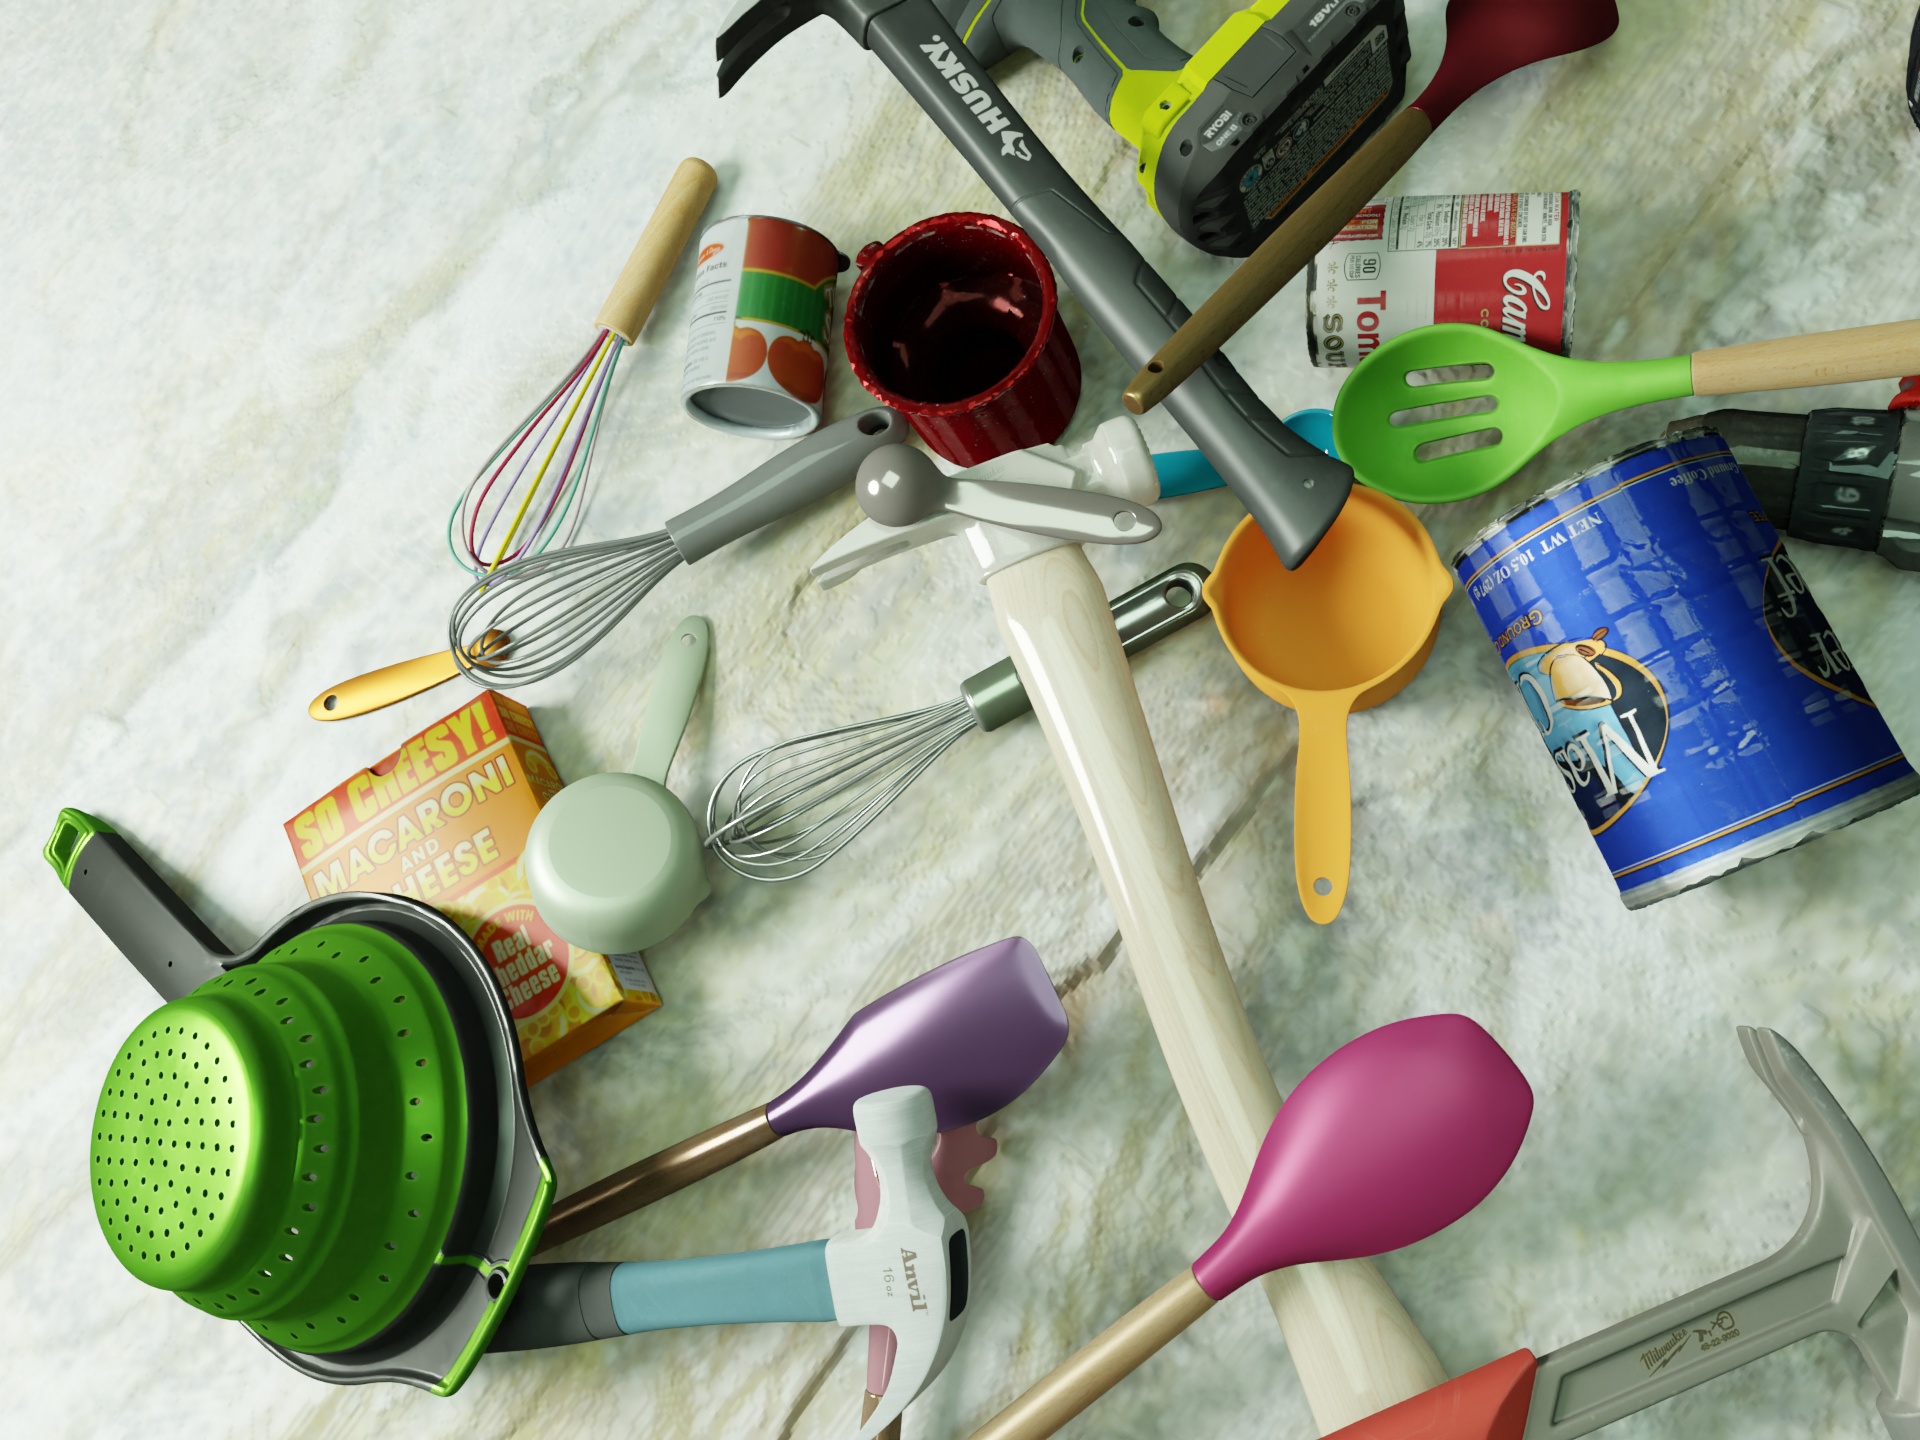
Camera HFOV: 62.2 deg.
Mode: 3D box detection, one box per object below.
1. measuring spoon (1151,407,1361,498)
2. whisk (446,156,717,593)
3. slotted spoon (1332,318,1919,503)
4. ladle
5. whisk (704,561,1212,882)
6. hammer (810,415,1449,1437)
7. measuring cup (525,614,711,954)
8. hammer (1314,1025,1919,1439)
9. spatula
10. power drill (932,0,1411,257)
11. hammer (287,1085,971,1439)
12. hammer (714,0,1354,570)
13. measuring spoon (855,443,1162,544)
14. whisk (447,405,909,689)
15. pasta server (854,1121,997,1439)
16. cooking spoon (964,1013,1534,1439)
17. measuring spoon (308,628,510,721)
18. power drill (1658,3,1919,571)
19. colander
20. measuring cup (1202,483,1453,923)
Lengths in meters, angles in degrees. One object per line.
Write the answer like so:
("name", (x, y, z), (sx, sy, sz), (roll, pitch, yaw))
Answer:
("measuring spoon", (0.110, -0.106, 0.688), (0.128, 0.021, 0.042), (-4, 76, 26))
("whisk", (-0.183, -0.171, 0.784), (0.051, 0.047, 0.245), (22, 79, 13))
("slotted spoon", (0.291, -0.125, 0.571), (0.314, 0.031, 0.070), (-2, 105, 30))
("ladle", (0.165, -0.222, 0.631), (0.069, 0.031, 0.315), (33, 68, 28))
("whisk", (-0.001, -0.002, 0.679), (0.246, 0.059, 0.058), (-28, 82, 4))
("hammer", (0.073, 0.088, 0.612), (0.146, 0.038, 0.411), (-21, 77, 2))
("measuring cup", (-0.140, 0.019, 0.702), (0.083, 0.038, 0.168), (12, 65, 1))
("hammer", (0.150, 0.239, 0.536), (0.359, 0.036, 0.149), (-24, 79, 1))
("spatula", (-0.094, 0.175, 0.650), (0.316, 0.018, 0.060), (-28, 79, 20))
("power drill", (0.088, -0.334, 0.718), (0.190, 0.080, 0.229), (-46, 65, 3))
("hammer", (-0.146, 0.233, 0.642), (0.331, 0.033, 0.128), (-14, 85, 24))
("hammer", (0.038, -0.195, 0.634), (0.146, 0.035, 0.335), (-33, 78, -16))
("measuring spoon", (0.018, -0.087, 0.624), (0.124, 0.018, 0.034), (10, 81, 8))
("whisk", (-0.130, -0.084, 0.735), (0.239, 0.055, 0.055), (-28, 70, -1))
("pasta server", (-0.030, 0.290, 0.626), (0.060, 0.040, 0.316), (3, 81, 18))
("cooking spoon", (0.069, 0.217, 0.570), (0.319, 0.017, 0.069), (-42, 75, 10))
("measuring spoon", (-0.276, -0.022, 0.788), (0.117, 0.011, 0.021), (-17, 72, 13))
("power drill", (0.373, -0.162, 0.586), (0.188, 0.080, 0.227), (11, 84, 27))
("colander", (-0.341, 0.135, 0.692), (0.397, 0.094, 0.204), (30, 96, 32))
("measuring cup", (0.146, -0.005, 0.630), (0.095, 0.052, 0.174), (0, 78, 17))
